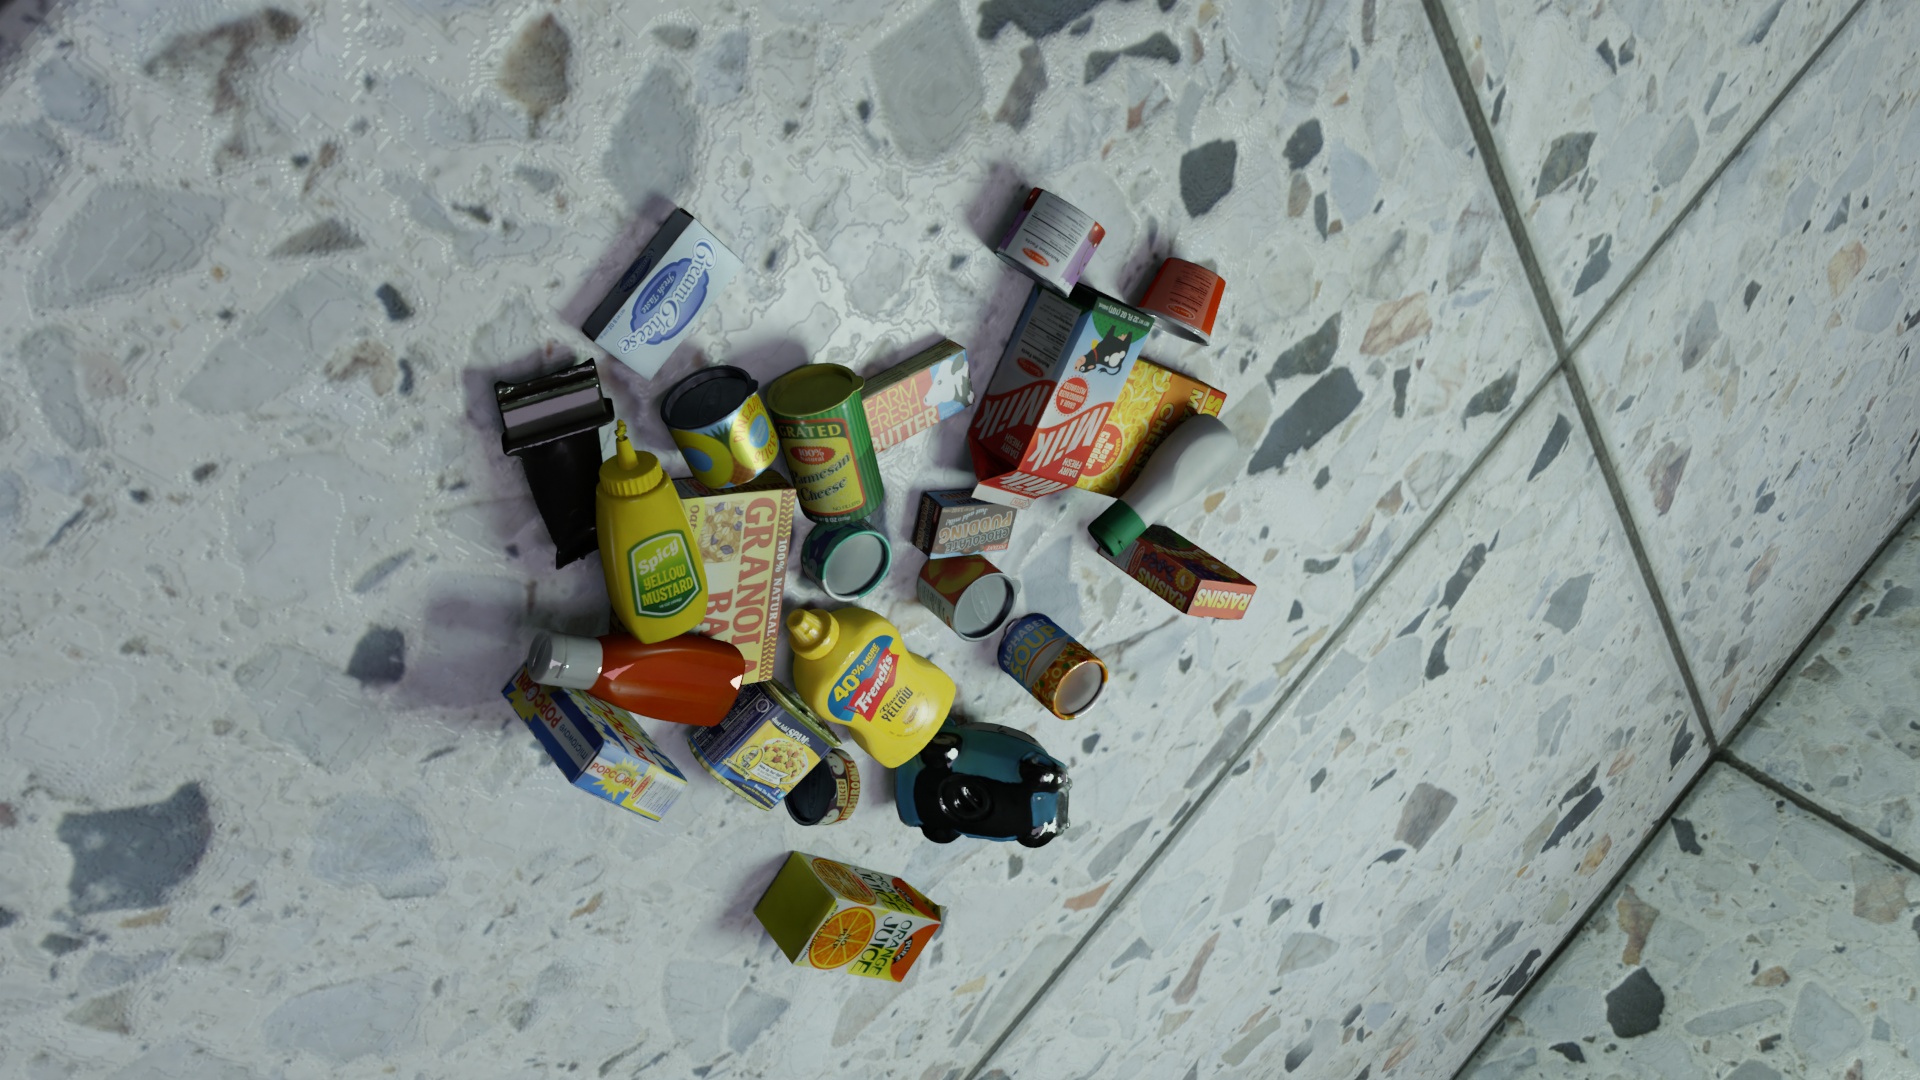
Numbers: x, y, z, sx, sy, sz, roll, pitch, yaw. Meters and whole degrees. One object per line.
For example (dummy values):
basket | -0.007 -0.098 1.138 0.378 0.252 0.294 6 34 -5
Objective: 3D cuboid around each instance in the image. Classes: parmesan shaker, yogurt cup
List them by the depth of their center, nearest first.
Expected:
parmesan shaker | -0.095 -0.069 1.017 0.071 0.071 0.102 -30 132 -21
yogurt cup | 0.188 -0.203 1.170 0.072 0.072 0.054 20 95 -45

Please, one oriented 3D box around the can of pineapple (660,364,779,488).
can of pineapple | -0.163 -0.078 0.957 0.071 0.071 0.057 -36 135 -16

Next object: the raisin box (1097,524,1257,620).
raisin box | 0.199 0.027 1.281 0.086 0.123 0.040 8 111 -42

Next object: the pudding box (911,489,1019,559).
pudding box | 0.004 -0.015 1.162 0.084 0.030 0.049 -4 120 -37

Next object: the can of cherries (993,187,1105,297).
can of cherries | 0.068 -0.227 1.058 0.071 0.071 0.058 25 99 -45

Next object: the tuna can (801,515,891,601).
tuna can | -0.088 0.011 1.101 0.071 0.033 0.070 -20 128 -28

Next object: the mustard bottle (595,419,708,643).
mustard bottle | -0.211 -0.008 0.923 0.065 0.049 0.159 -24 128 -25

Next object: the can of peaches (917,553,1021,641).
can of peaches | 0.007 0.043 1.181 0.071 0.058 0.071 -20 127 -29

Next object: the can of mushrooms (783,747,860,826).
can of mushrooms | -0.116 0.209 1.176 0.033 0.071 0.071 11 109 -44

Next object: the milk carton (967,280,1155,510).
milk carton | 0.072 -0.113 1.124 0.072 0.073 0.190 13 108 -43

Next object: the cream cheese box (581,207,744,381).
cream cheese box | -0.194 -0.161 0.912 0.104 0.024 0.053 -52 137 0

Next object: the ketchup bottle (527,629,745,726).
ketchup bottle | -0.227 0.092 0.975 0.149 0.043 0.064 16 106 -41

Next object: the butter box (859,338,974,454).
butter box | -0.040 -0.110 1.071 0.104 0.024 0.052 -30 131 -22

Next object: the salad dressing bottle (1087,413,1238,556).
salad dressing bottle | 0.176 -0.048 1.214 0.148 0.044 0.064 -42 137 -6

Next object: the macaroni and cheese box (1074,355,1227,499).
macaroni and cheese box | 0.148 -0.098 1.219 0.166 0.040 0.123 13 109 -43

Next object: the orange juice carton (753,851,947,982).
orange juice carton | -0.089 0.353 1.288 0.192 0.073 0.071 29 96 -46

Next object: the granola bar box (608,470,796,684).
granola bar box | -0.192 0.033 1.025 0.124 0.039 0.164 -7 120 -34

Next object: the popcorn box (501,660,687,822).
popcorn box | -0.257 0.139 0.976 0.038 0.127 0.085 -53 136 -3

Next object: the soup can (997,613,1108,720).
soup can | 0.083 0.114 1.270 0.071 0.084 0.071 -20 127 -28
